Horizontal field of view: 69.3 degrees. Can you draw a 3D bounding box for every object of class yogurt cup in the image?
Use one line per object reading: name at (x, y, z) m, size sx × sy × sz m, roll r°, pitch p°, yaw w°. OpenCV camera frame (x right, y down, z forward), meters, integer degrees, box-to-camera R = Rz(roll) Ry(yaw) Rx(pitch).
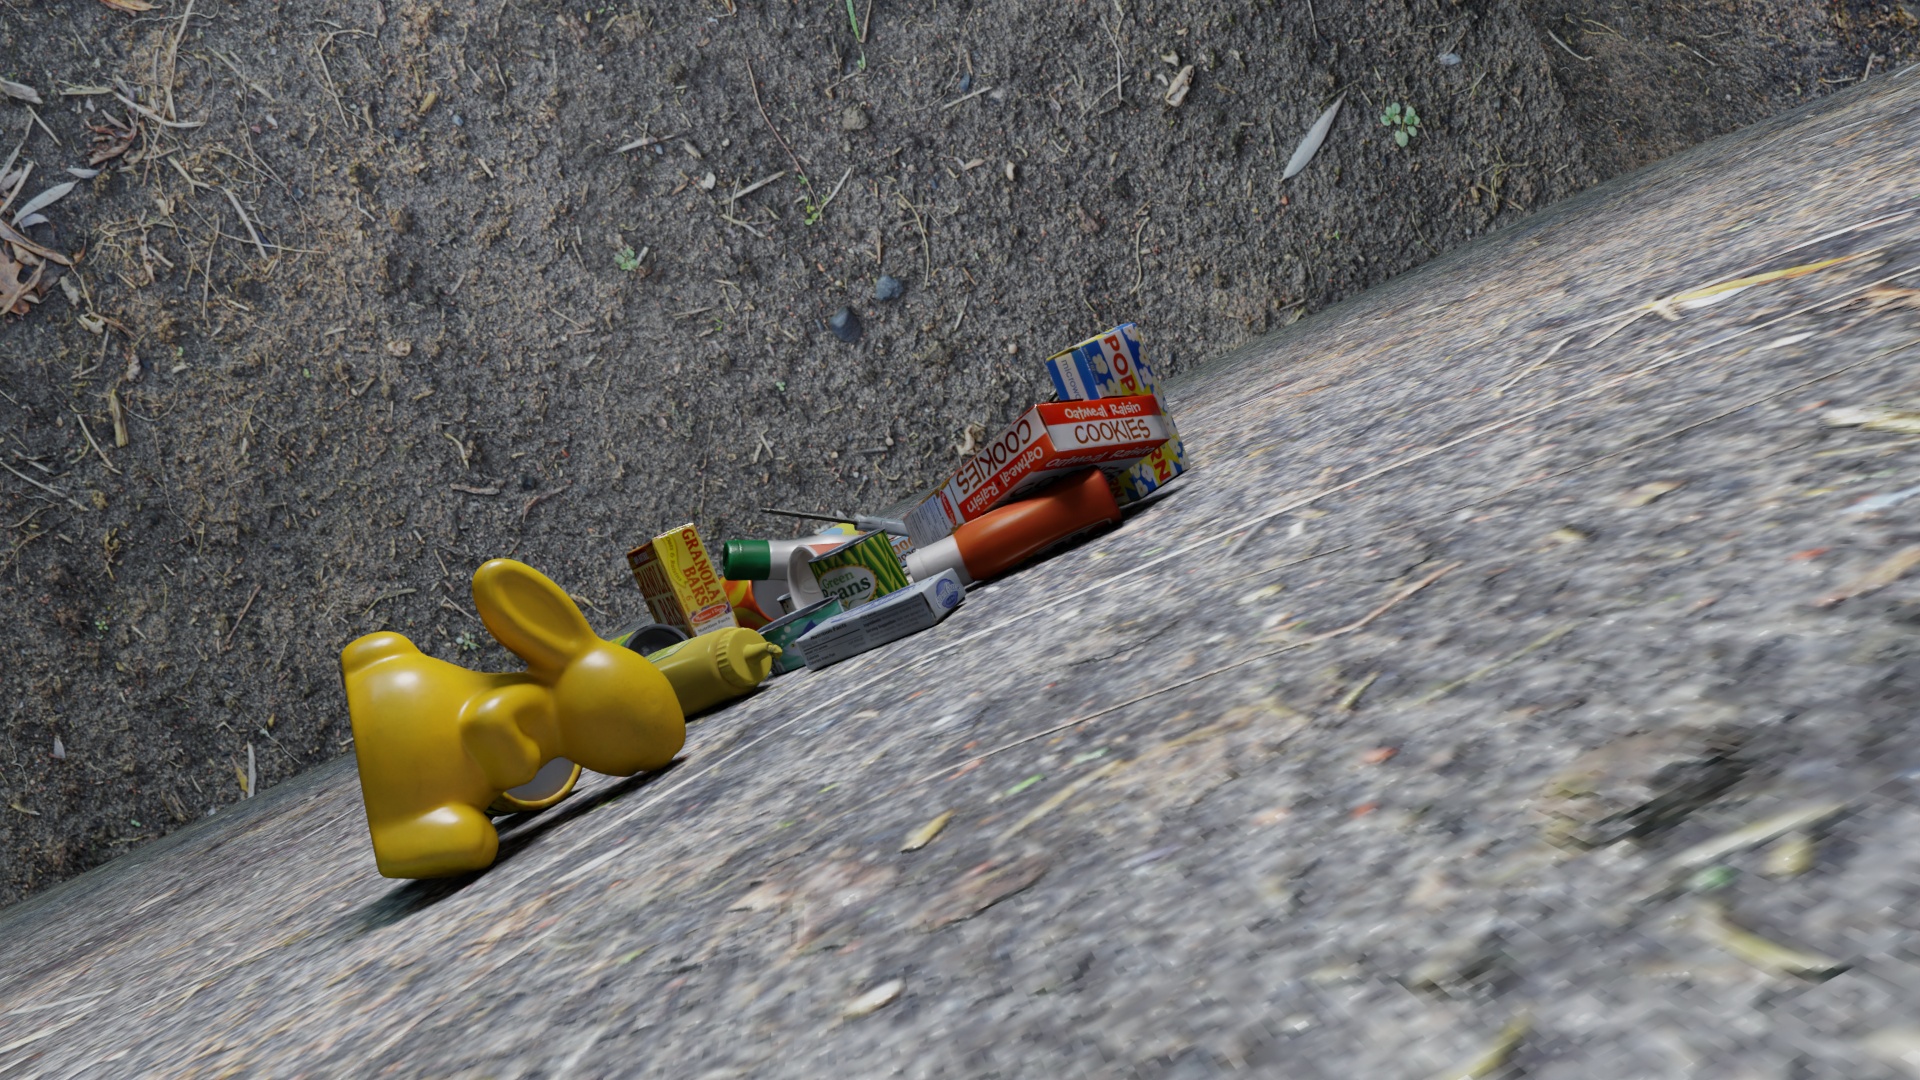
yogurt cup at (-0.105, 0.032, 1.154) m, size 0.054 × 0.072 × 0.072 m, roll -12°, pitch -3°, yaw -34°

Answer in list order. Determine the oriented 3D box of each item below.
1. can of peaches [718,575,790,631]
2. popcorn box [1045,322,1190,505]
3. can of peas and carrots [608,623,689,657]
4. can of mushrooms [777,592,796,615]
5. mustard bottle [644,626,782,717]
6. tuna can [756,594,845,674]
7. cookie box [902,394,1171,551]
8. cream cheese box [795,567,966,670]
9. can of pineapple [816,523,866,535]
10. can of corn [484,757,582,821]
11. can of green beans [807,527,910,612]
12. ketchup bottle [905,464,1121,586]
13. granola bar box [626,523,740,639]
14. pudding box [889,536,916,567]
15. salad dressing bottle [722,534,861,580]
can of peaches at (-0.201, 0.060, 1.351) m, size 0.058 × 0.071 × 0.071 m, roll -21°, pitch 5°, yaw 34°
popcorn box at (0.124, -0.098, 1.079) m, size 0.038 × 0.126 × 0.085 m, roll -17°, pitch 8°, yaw 41°
can of peas and carrots at (-0.244, 0.103, 1.063) m, size 0.071 × 0.071 × 0.058 m, roll -28°, pitch 5°, yaw -41°
can of mushrooms at (-0.123, 0.052, 1.217) m, size 0.071 × 0.033 × 0.071 m, roll -25°, pitch 4°, yaw 2°
mustard bottle at (-0.175, 0.090, 0.952) m, size 0.160 × 0.048 × 0.065 m, roll -21°, pitch 7°, yaw 37°
tuna can at (-0.112, 0.067, 0.981) m, size 0.071 × 0.033 × 0.071 m, roll -24°, pitch 4°, yaw 2°
cookie box at (0.054, -0.047, 1.011) m, size 0.123 × 0.040 × 0.166 m, roll -10°, pitch -20°, yaw -43°
cream cheese box at (-0.052, 0.052, 0.904) m, size 0.103 × 0.024 × 0.053 m, roll -22°, pitch 6°, yaw 25°
can of pineapple at (-0.121, 0.022, 1.358) m, size 0.071 × 0.071 × 0.058 m, roll -20°, pitch 6°, yaw 45°
can of corn at (-0.272, 0.135, 0.844) m, size 0.071 × 0.071 × 0.058 m, roll -28°, pitch 6°, yaw -42°
can of green beans at (-0.078, 0.029, 1.090) m, size 0.071 × 0.057 × 0.071 m, roll -24°, pitch 4°, yaw 2°
ketchup bottle at (0.036, -0.003, 0.961) m, size 0.149 × 0.043 × 0.065 m, roll -24°, pitch -2°, yaw 3°
granola bar box at (-0.226, 0.055, 1.146) m, size 0.039 × 0.124 × 0.165 m, roll -25°, pitch 4°, yaw -20°
pudding box at (-0.056, 0.008, 1.398) m, size 0.083 × 0.030 × 0.050 m, roll -24°, pitch 5°, yaw 11°
salad dressing bottle at (-0.140, 0.019, 1.265) m, size 0.148 × 0.044 × 0.064 m, roll 1°, pitch -25°, yaw -19°
